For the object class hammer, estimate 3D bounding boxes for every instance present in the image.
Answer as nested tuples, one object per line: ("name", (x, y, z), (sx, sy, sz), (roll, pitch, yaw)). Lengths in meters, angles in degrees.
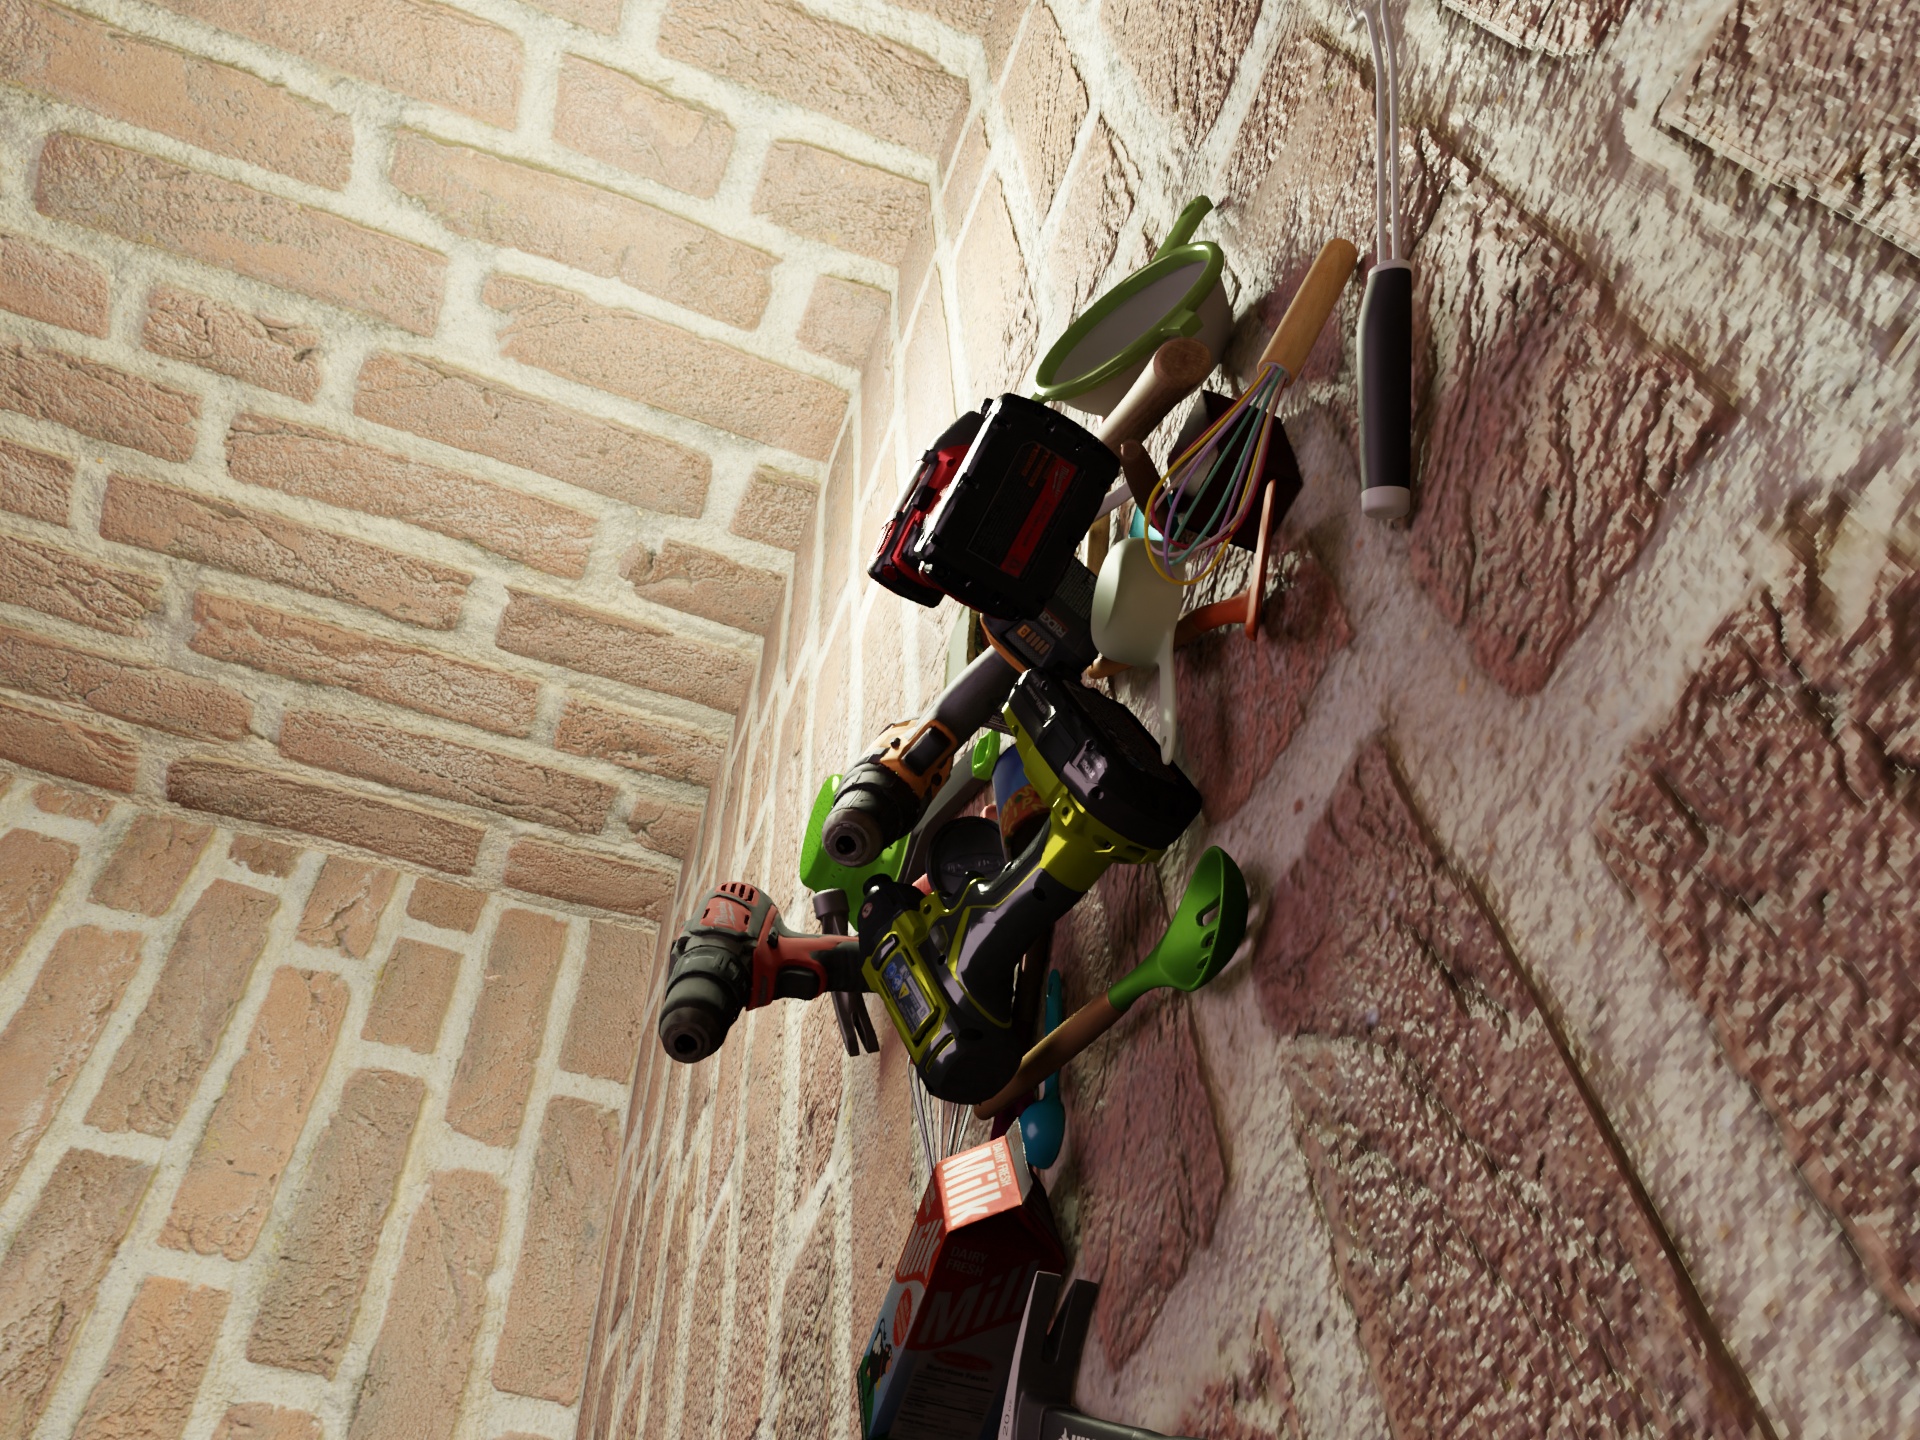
("hammer", (0.088, -0.164, 1.020), (0.130, 0.031, 0.331), (-31, -3, -17))
("hammer", (0.087, 0.315, 0.682), (0.334, 0.035, 0.146), (136, 147, -64))
("hammer", (-0.033, 0.161, 1.284), (0.359, 0.036, 0.149), (-43, 58, 55))

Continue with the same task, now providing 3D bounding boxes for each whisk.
("whisk", (0.156, -0.170, 0.834), (0.245, 0.047, 0.051), (-60, -2, -24))
("whisk", (-0.014, 0.307, 1.052), (0.058, 0.059, 0.247), (-33, 36, 30))

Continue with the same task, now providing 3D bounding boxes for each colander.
("colander", (-0.068, 0.083, 1.437), (0.397, 0.094, 0.205), (131, 152, -60))

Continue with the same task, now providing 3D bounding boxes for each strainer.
("strainer", (0.146, -0.279, 1.094), (0.151, 0.069, 0.256), (-22, 28, 41))

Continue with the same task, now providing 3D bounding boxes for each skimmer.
("skimmer", (0.237, -0.272, 0.784), (0.127, 0.090, 0.363), (155, 120, -69))

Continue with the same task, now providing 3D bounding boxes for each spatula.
("spatula", (0.127, -0.059, 0.946), (0.322, 0.041, 0.081), (152, 130, -73))
("spatula", (0.107, -0.128, 0.960), (0.317, 0.044, 0.082), (19, -95, -78))

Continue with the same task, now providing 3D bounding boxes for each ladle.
("ladle", (0.107, -0.180, 1.202), (0.069, 0.031, 0.316), (131, 150, -55))

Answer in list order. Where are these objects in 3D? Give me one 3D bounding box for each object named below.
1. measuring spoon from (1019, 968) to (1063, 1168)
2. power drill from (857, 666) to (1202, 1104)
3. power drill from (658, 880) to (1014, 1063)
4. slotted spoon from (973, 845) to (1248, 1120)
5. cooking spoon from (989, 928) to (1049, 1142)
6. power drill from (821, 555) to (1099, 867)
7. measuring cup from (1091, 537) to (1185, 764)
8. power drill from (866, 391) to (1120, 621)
("measuring spoon", (0.048, 0.211, 0.980), (0.042, 0.021, 0.129), (125, 155, -53))
("power drill", (0.024, 0.087, 0.931), (0.223, 0.080, 0.171), (-54, 39, 17))
("power drill", (-0.082, 0.180, 1.043), (0.188, 0.226, 0.080), (-82, 3, -72))
("slotted spoon", (0.076, 0.162, 0.880), (0.313, 0.031, 0.070), (127, 156, -48))
("cooking spoon", (0.044, 0.174, 1.048), (0.068, 0.017, 0.319), (126, 157, -64))
("power drill", (-0.002, -0.003, 1.048), (0.226, 0.084, 0.185), (-47, 2, 22))
("measuring cup", (0.100, -0.039, 0.901), (0.168, 0.038, 0.083), (-87, 12, -46))
("power drill", (0.012, -0.135, 0.970), (0.143, 0.078, 0.220), (-62, 16, 0))
